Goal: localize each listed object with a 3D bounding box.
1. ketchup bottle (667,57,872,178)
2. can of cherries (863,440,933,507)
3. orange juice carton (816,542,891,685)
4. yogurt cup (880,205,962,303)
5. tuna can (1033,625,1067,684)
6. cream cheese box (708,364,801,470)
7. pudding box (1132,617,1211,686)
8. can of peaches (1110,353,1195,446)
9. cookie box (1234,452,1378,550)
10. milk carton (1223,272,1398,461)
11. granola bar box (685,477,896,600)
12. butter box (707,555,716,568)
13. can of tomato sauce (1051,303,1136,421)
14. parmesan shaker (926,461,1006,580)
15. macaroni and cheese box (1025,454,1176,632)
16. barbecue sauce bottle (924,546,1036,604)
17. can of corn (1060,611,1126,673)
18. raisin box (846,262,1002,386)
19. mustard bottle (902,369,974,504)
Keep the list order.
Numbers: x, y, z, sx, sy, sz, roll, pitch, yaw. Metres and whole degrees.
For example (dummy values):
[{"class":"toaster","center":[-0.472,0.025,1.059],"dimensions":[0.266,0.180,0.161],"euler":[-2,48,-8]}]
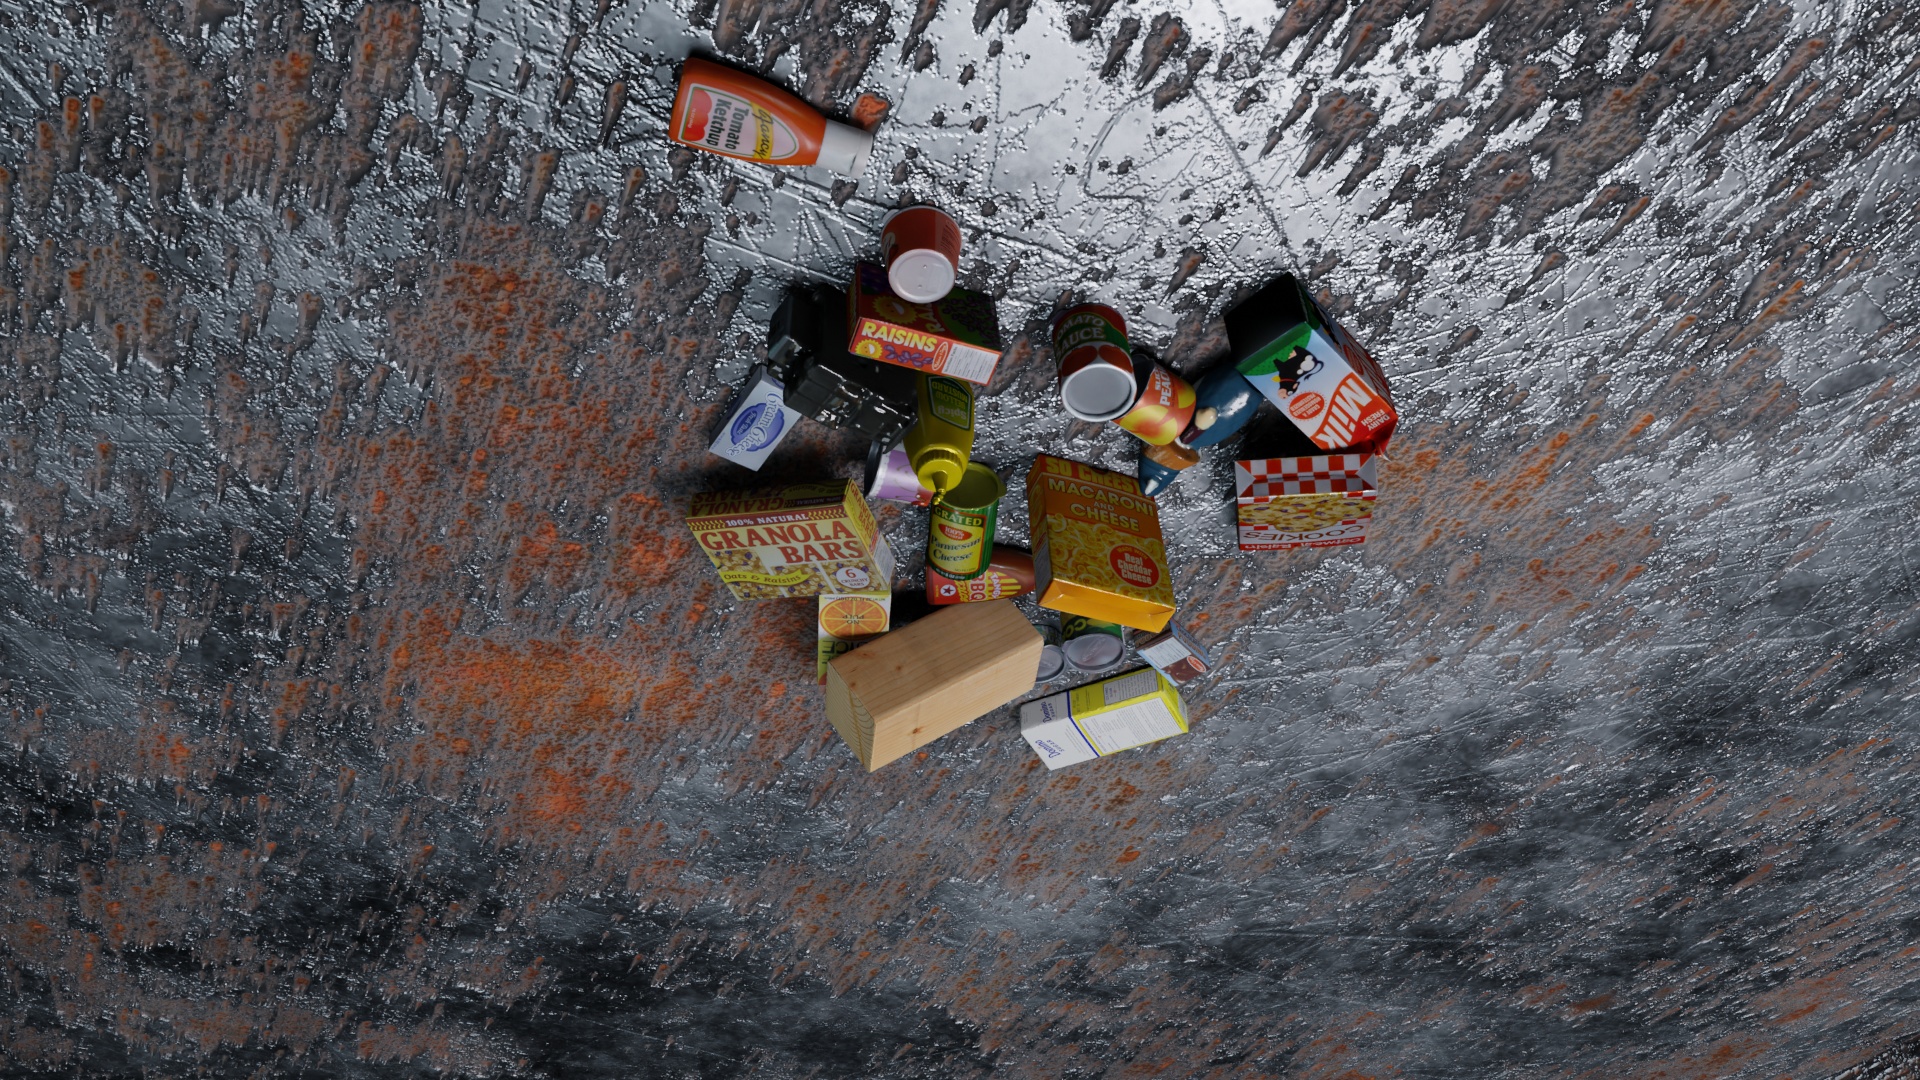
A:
[{"class":"ketchup bottle","center":[-0.142,-0.313,1.052],"dimensions":[0.149,0.044,0.064],"euler":[13,134,-16]},{"class":"can of cherries","center":[-0.055,-0.066,1.294],"dimensions":[0.058,0.072,0.071],"euler":[11,134,-15]},{"class":"orange juice carton","center":[-0.113,0.091,1.451],"dimensions":[0.072,0.073,0.191],"euler":[2,137,-5]},{"class":"yogurt cup","center":[-0.032,-0.231,1.134],"dimensions":[0.072,0.054,0.072],"euler":[-2,137,-1]},{"class":"tuna can","center":[0.084,0.123,1.521],"dimensions":[0.071,0.033,0.070],"euler":[-1,136,-1]},{"class":"cream cheese box","center":[-0.184,-0.111,1.273],"dimensions":[0.053,0.024,0.103],"euler":[23,131,-26]},{"class":"pudding box","center":[0.232,0.122,1.527],"dimensions":[0.049,0.030,0.083],"euler":[-30,129,25]},{"class":"can of peaches","center":[0.169,-0.126,1.241],"dimensions":[0.058,0.071,0.071],"euler":[27,129,-27]},{"class":"cookie box","center":[0.322,-0.033,1.307],"dimensions":[0.123,0.040,0.167],"euler":[-3,163,10]},{"class":"milk carton","center":[0.321,-0.141,1.227],"dimensions":[0.073,0.073,0.190],"euler":[-34,128,29]},{"class":"granola bar box","center":[-0.160,0.001,1.321],"dimensions":[0.165,0.039,0.123],"euler":[-5,137,19]},{"class":"butter box","center":[-0.204,-0.004,1.384],"dimensions":[0.103,0.024,0.053],"euler":[-9,136,8]},{"class":"can of tomato sauce","center":[0.114,-0.154,1.198],"dimensions":[0.071,0.083,0.070],"euler":[-1,136,-1]},{"class":"parmesan shaker","center":[0.005,-0.017,1.347],"dimensions":[0.071,0.072,0.102],"euler":[2,136,-4]},{"class":"macaroni and cheese box","center":[0.129,0.000,1.298],"dimensions":[0.124,0.167,0.040],"euler":[14,133,-16]},{"class":"barbecue sauce bottle","center":[0.039,0.034,1.419],"dimensions":[0.149,0.044,0.064],"euler":[-2,133,-1]},{"class":"can of corn","center":[0.138,0.098,1.478],"dimensions":[0.071,0.058,0.070],"euler":[-1,136,-1]},{"class":"raisin box","center":[-0.032,-0.181,1.162],"dimensions":[0.123,0.086,0.039],"euler":[12,131,-16]},{"class":"mustard bottle","center":[-0.018,-0.089,1.205],"dimensions":[0.065,0.161,0.048],"euler":[20,130,-23]}]
